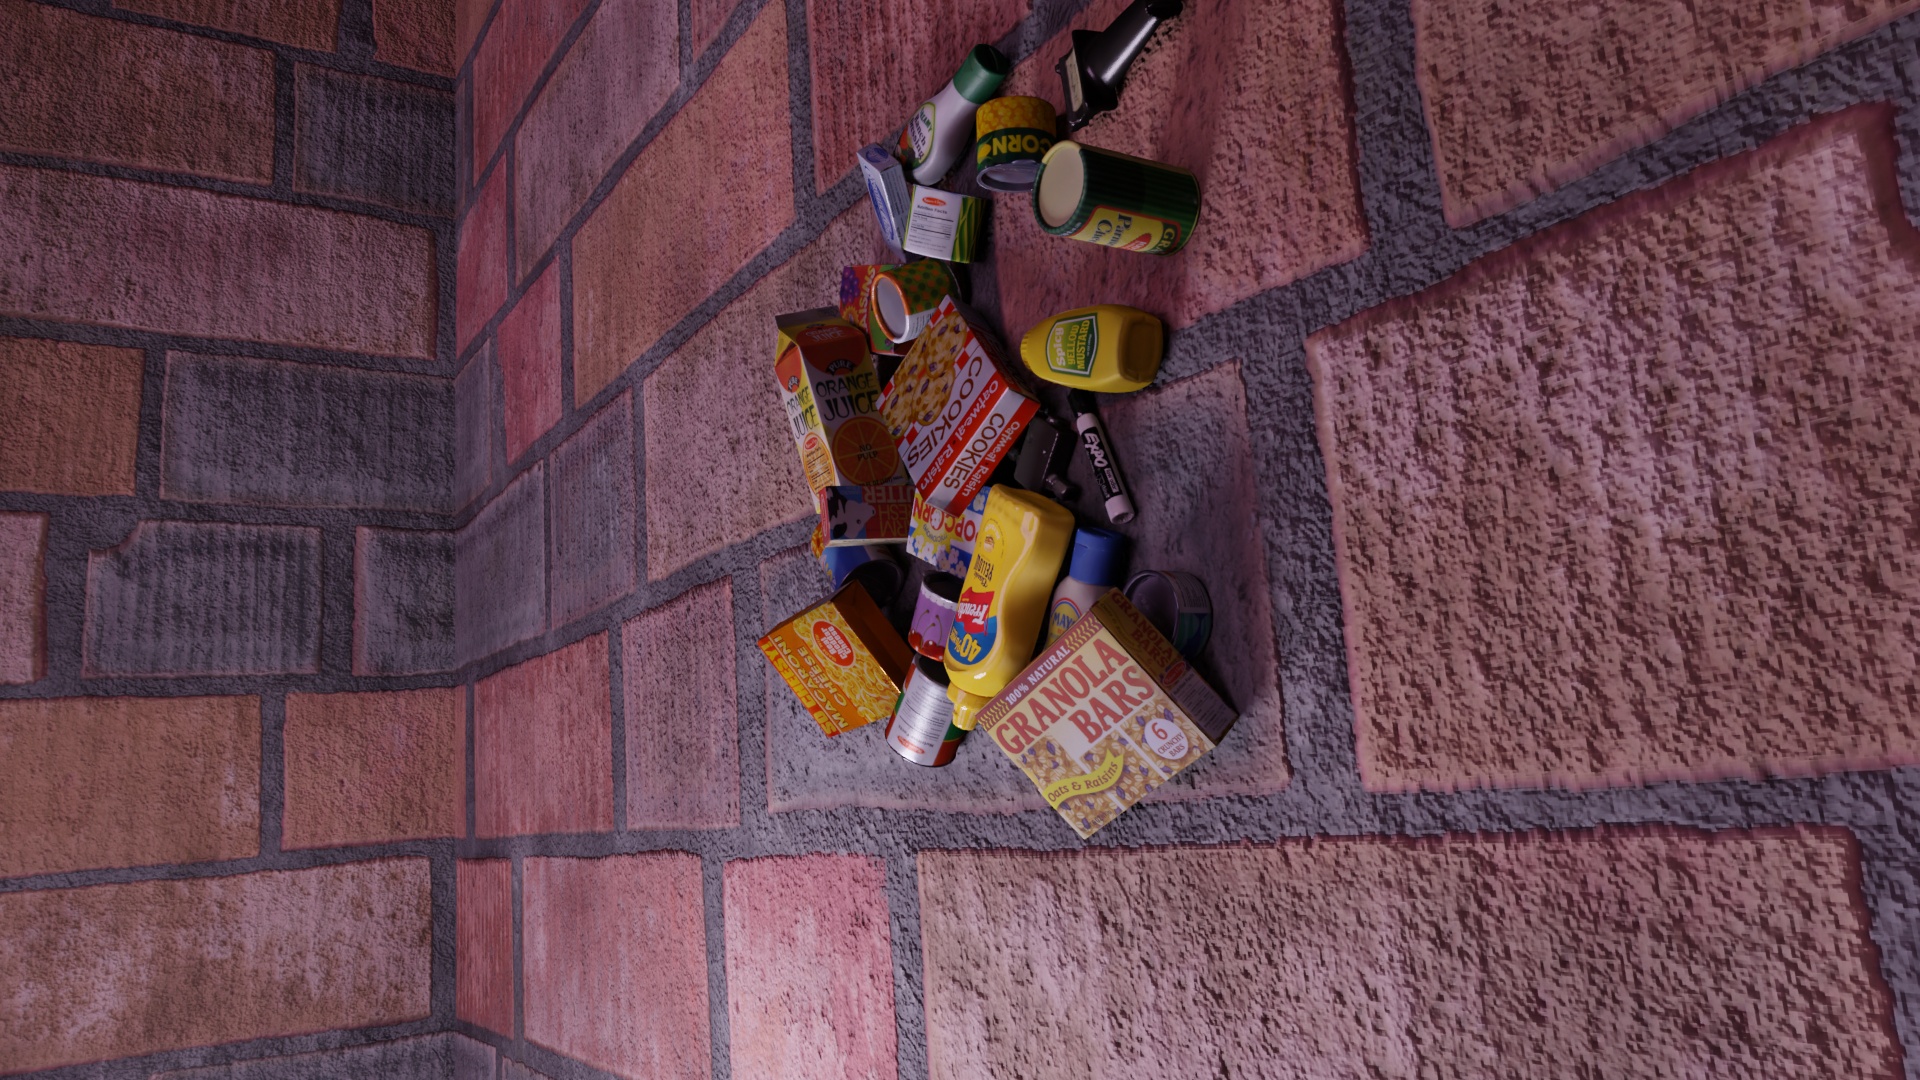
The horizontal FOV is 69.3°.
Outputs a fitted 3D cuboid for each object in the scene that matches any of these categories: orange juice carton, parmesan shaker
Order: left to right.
[{"bbox_3d":[-0.121,-0.130,1.331,0.073,0.072,0.192,-23,82,61],"label":"orange juice carton"},{"bbox_3d":[0.109,-0.244,0.996,0.071,0.103,0.071,-6,82,57],"label":"parmesan shaker"}]

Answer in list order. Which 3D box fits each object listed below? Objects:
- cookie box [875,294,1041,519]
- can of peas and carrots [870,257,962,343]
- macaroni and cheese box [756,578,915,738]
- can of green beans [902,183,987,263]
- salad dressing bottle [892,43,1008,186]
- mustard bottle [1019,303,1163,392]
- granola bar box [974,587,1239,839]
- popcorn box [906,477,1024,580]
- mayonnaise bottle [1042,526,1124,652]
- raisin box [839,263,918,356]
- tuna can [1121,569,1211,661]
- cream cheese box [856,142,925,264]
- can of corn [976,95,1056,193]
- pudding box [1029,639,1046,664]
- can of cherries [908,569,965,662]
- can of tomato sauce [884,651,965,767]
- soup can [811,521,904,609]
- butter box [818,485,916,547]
[{"bbox_3d":[-0.005,-0.116,1.184,0.122,0.040,0.168,-54,35,21],"label":"cookie box"},{"bbox_3d":[-0.041,-0.219,1.252,0.071,0.059,0.070,41,142,42],"label":"can of peas and carrots"},{"bbox_3d":[-0.111,0.115,1.316,0.123,0.040,0.166,54,144,-5],"label":"macaroni and cheese box"},{"bbox_3d":[-0.014,-0.280,1.227,0.071,0.071,0.057,32,115,54],"label":"can of green beans"},{"bbox_3d":[-0.009,-0.382,1.249,0.147,0.044,0.064,-43,54,47],"label":"salad dressing bottle"},{"bbox_3d":[0.089,-0.146,1.070,0.160,0.049,0.065,9,93,57],"label":"mustard bottle"},{"bbox_3d":[0.098,0.126,0.987,0.124,0.039,0.164,48,135,6],"label":"granola bar box"},{"bbox_3d":[0.004,-0.015,1.201,0.127,0.038,0.085,24,108,56],"label":"popcorn box"},{"bbox_3d":[0.093,0.064,1.053,0.065,0.041,0.147,25,109,53],"label":"mayonnaise bottle"},{"bbox_3d":[-0.075,-0.222,1.343,0.123,0.040,0.086,16,102,58],"label":"raisin box"},{"bbox_3d":[0.143,0.056,0.982,0.071,0.033,0.071,-7,81,57],"label":"tuna can"},{"bbox_3d":[-0.064,-0.315,1.300,0.053,0.024,0.103,50,164,45],"label":"cream cheese box"},{"bbox_3d":[0.046,-0.324,1.134,0.071,0.071,0.058,-12,77,57],"label":"can of corn"},{"bbox_3d":[0.046,0.104,1.133,0.083,0.030,0.049,4,90,57],"label":"pudding box"},{"bbox_3d":[-0.009,0.065,1.188,0.071,0.071,0.058,41,122,51],"label":"can of cherries"},{"bbox_3d":[-0.021,0.143,1.205,0.071,0.071,0.082,51,128,47],"label":"can of tomato sauce"},{"bbox_3d":[-0.102,0.022,1.337,0.084,0.071,0.071,56,132,44],"label":"soup can"},{"bbox_3d":[-0.076,-0.023,1.269,0.024,0.104,0.053,150,115,-63],"label":"butter box"}]
